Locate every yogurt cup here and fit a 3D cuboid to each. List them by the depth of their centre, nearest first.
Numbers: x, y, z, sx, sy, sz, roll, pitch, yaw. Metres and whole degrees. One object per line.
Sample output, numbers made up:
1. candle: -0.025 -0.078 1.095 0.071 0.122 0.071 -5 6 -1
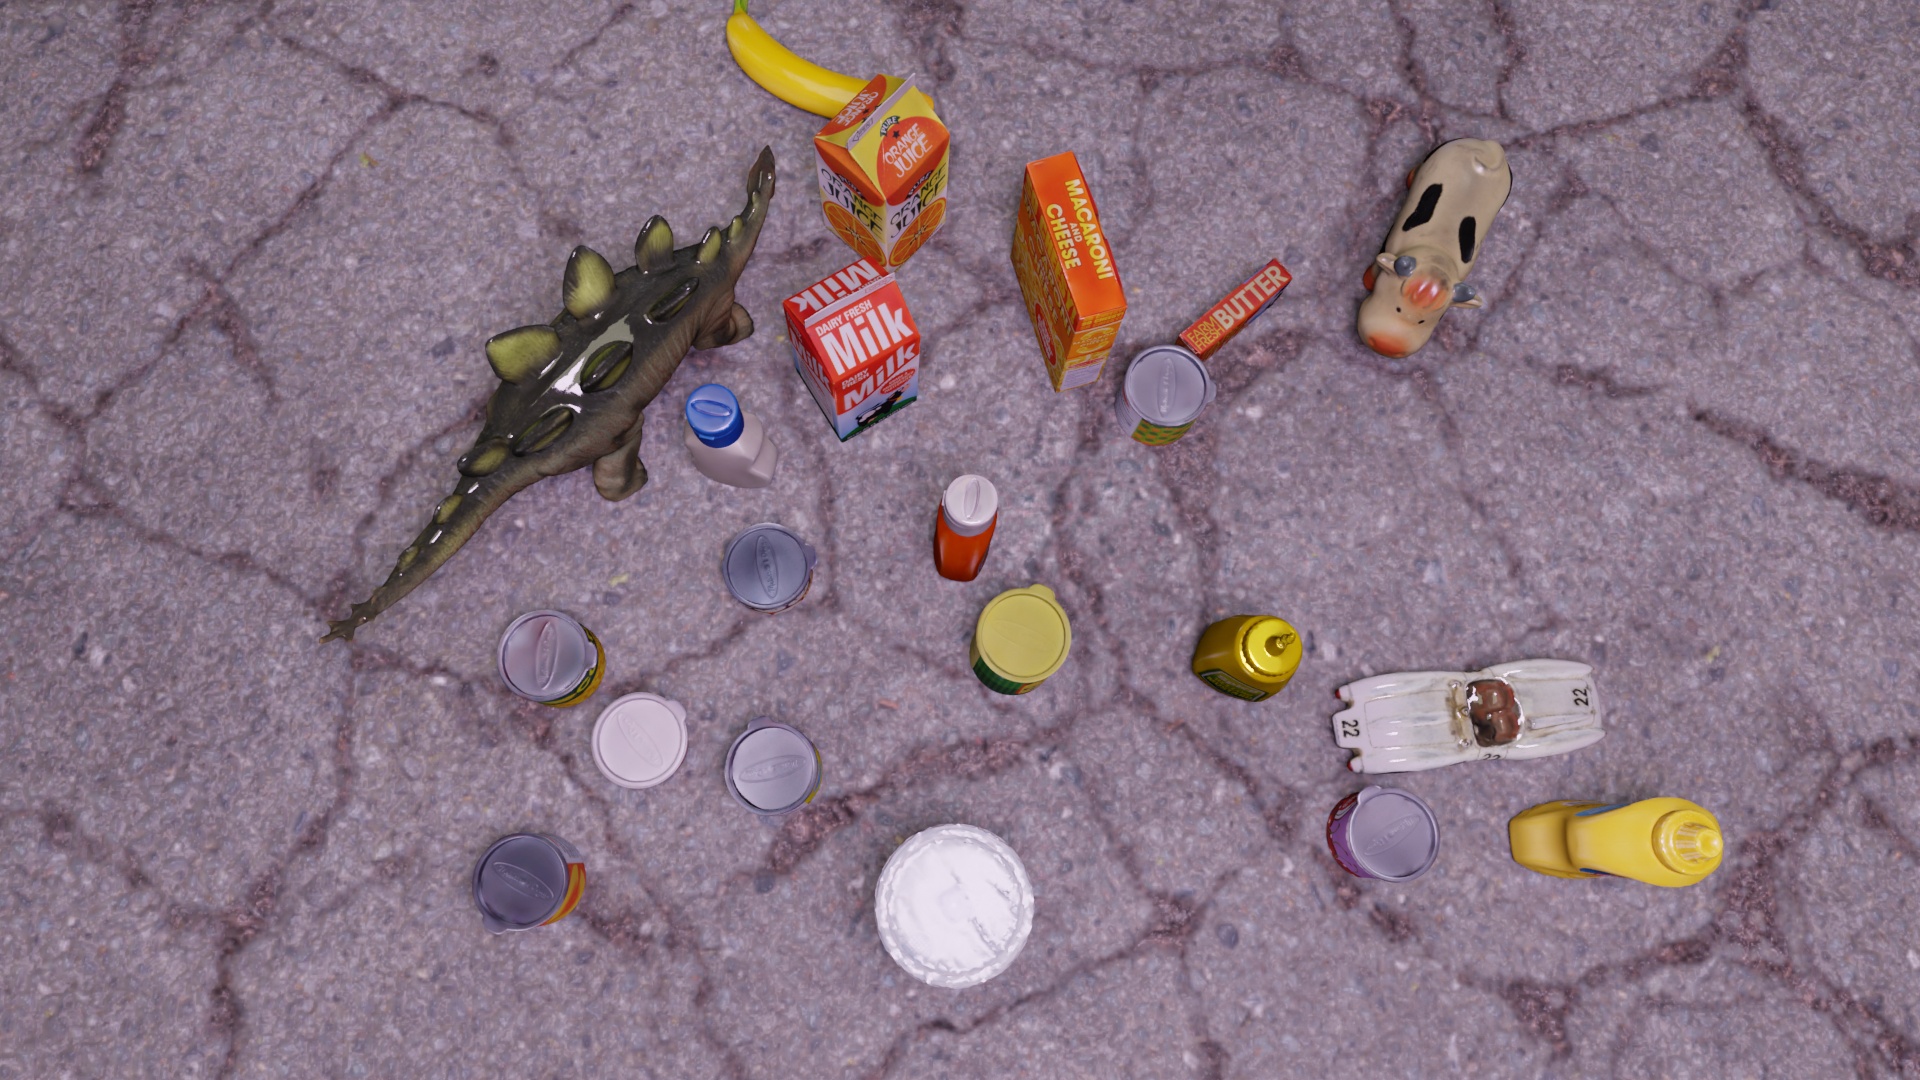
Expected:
1. yogurt cup: -0.229 0.147 1.010 0.072 0.054 0.072 1 78 -2

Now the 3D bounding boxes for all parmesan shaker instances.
1. parmesan shaker: 0.043 0.074 1.013 0.071 0.103 0.071 0 78 -2

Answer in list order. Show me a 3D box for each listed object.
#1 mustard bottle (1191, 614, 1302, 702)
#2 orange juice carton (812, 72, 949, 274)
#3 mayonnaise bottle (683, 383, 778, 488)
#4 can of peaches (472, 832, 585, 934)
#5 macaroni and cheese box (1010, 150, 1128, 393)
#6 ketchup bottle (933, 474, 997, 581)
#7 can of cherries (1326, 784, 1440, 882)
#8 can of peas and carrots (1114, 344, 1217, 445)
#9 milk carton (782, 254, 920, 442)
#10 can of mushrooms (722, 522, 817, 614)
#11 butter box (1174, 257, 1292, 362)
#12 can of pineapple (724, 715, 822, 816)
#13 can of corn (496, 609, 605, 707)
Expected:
1. mustard bottle: 0.209 0.081 0.989 0.065 0.160 0.049 25 78 3
2. orange juice carton: -0.058 -0.277 1.040 0.073 0.192 0.072 42 80 6
3. mayonnaise bottle: -0.171 -0.075 1.013 0.065 0.147 0.041 12 78 0
4. can of peaches: -0.306 0.243 0.984 0.071 0.058 0.071 1 78 -2
5. macaroni and cheese box: 0.079 -0.197 1.041 0.040 0.166 0.124 -17 79 -6
6. ketchup bottle: 0.004 -0.013 1.007 0.043 0.148 0.065 9 78 0
7. can of cherries: 0.307 0.213 1.016 0.071 0.058 0.071 1 78 -2
8. can of peas and carrots: 0.159 -0.112 1.081 0.071 0.058 0.071 1 78 -2
9. milk carton: -0.078 -0.142 1.010 0.072 0.190 0.073 -31 81 -8
10. can of mushrooms: -0.143 0.022 1.052 0.071 0.033 0.071 1 78 -2
11. butter box: 0.213 -0.177 1.101 0.104 0.053 0.024 -39 82 -10
12. can of pineapple: -0.134 0.165 1.008 0.071 0.057 0.071 1 78 -2
13. can of corn: -0.296 0.088 1.018 0.071 0.058 0.071 1 78 -2
